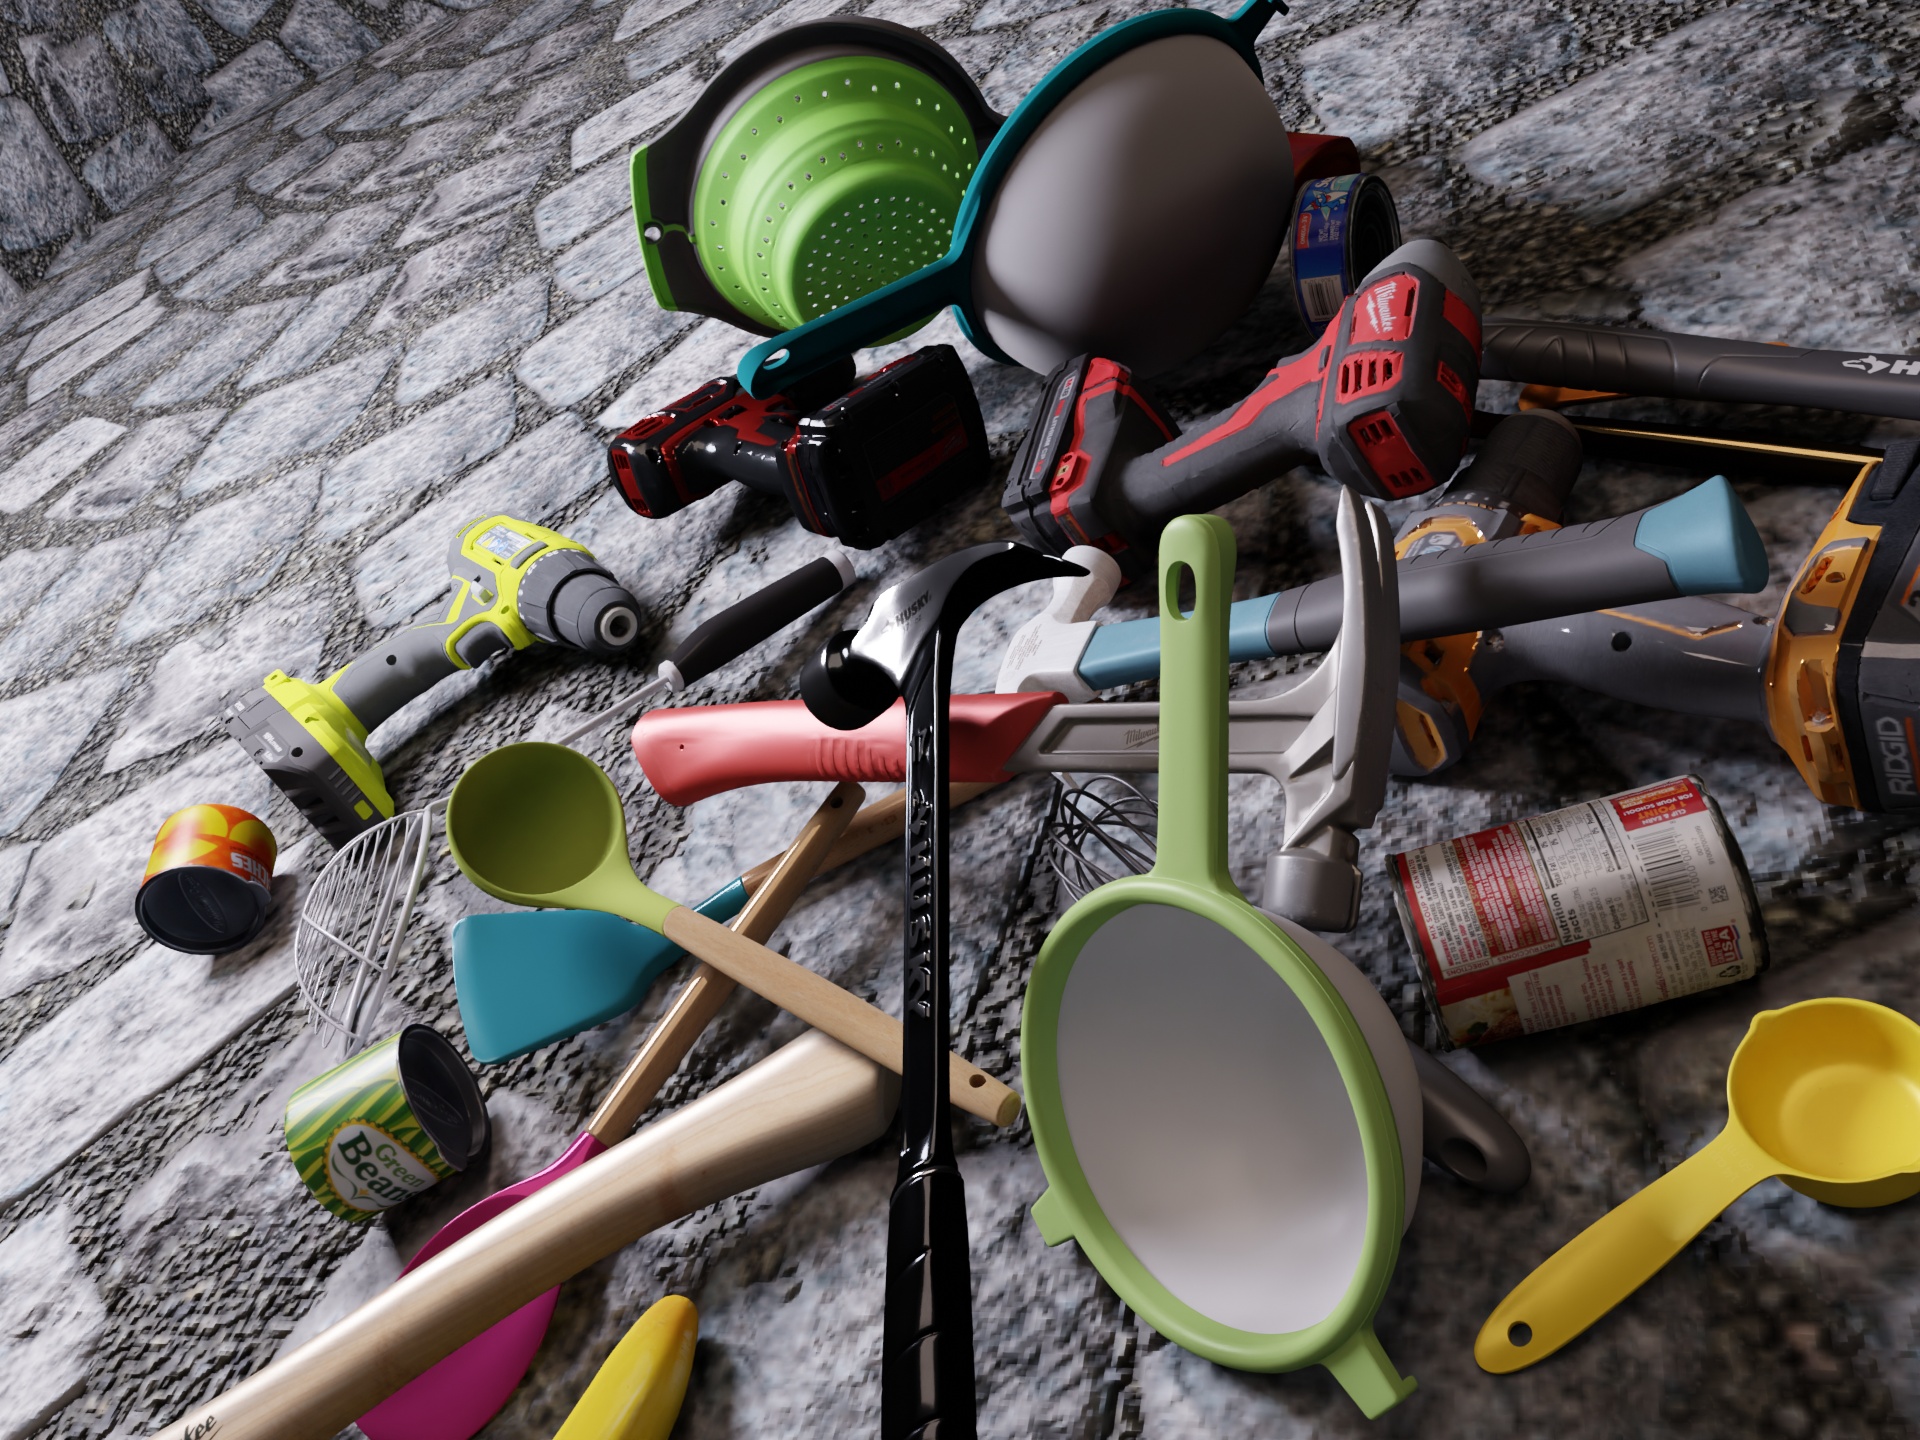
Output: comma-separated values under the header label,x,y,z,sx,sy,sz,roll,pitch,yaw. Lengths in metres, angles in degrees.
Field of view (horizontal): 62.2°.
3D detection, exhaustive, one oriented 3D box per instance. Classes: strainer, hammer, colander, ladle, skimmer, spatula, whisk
label,x,y,z,sx,sy,sz,roll,pitch,yaw
strainer,0.089,0.065,0.490,0.069,0.256,0.151,-8,10,-38
hammer,0.135,-0.041,0.607,0.331,0.033,0.128,-9,44,48
hammer,-0.001,-0.002,0.636,0.359,0.036,0.149,-1,76,39
strainer,0.052,-0.221,0.814,0.340,0.210,0.095,-31,62,-21
colander,0.015,-0.306,0.925,0.397,0.204,0.095,-18,52,-13
ladle,0.280,-0.126,0.710,0.316,0.031,0.069,17,56,42
skimmer,-0.185,0.034,0.828,0.363,0.090,0.127,-35,9,-24
spatula,-0.077,0.061,0.721,0.317,0.044,0.082,-27,50,2
hammer,0.337,-0.146,0.659,0.335,0.035,0.146,18,52,41
hammer,-0.007,0.128,0.494,0.149,0.036,0.409,-36,47,48
ladle,-0.101,0.081,0.635,0.320,0.062,0.078,20,47,40
whisk,0.107,0.087,0.569,0.055,0.055,0.239,-39,43,-11
hammer,-0.209,0.219,0.598,0.410,0.038,0.146,-31,59,-8

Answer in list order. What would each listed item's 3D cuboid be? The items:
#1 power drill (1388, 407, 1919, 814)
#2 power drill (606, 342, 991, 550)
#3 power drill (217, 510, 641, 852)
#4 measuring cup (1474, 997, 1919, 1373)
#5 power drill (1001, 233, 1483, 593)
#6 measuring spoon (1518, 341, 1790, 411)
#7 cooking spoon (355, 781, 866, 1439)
label,x,y,z,sx,sy,sz,roll,pitch,yaw
power drill,0.266,-0.054,0.598,0.226,0.084,0.185,6,50,44
power drill,-0.086,-0.180,0.964,0.227,0.080,0.188,13,42,45
power drill,-0.308,-0.030,0.951,0.228,0.080,0.191,-42,39,-19
measuring cup,0.216,0.142,0.460,0.156,0.029,0.062,-40,37,6
power drill,0.135,-0.145,0.739,0.220,0.078,0.143,-15,42,40
measuring spoon,0.318,-0.161,0.734,0.117,0.011,0.021,-7,43,27
cooking spoon,-0.132,0.151,0.654,0.069,0.017,0.319,26,68,23
